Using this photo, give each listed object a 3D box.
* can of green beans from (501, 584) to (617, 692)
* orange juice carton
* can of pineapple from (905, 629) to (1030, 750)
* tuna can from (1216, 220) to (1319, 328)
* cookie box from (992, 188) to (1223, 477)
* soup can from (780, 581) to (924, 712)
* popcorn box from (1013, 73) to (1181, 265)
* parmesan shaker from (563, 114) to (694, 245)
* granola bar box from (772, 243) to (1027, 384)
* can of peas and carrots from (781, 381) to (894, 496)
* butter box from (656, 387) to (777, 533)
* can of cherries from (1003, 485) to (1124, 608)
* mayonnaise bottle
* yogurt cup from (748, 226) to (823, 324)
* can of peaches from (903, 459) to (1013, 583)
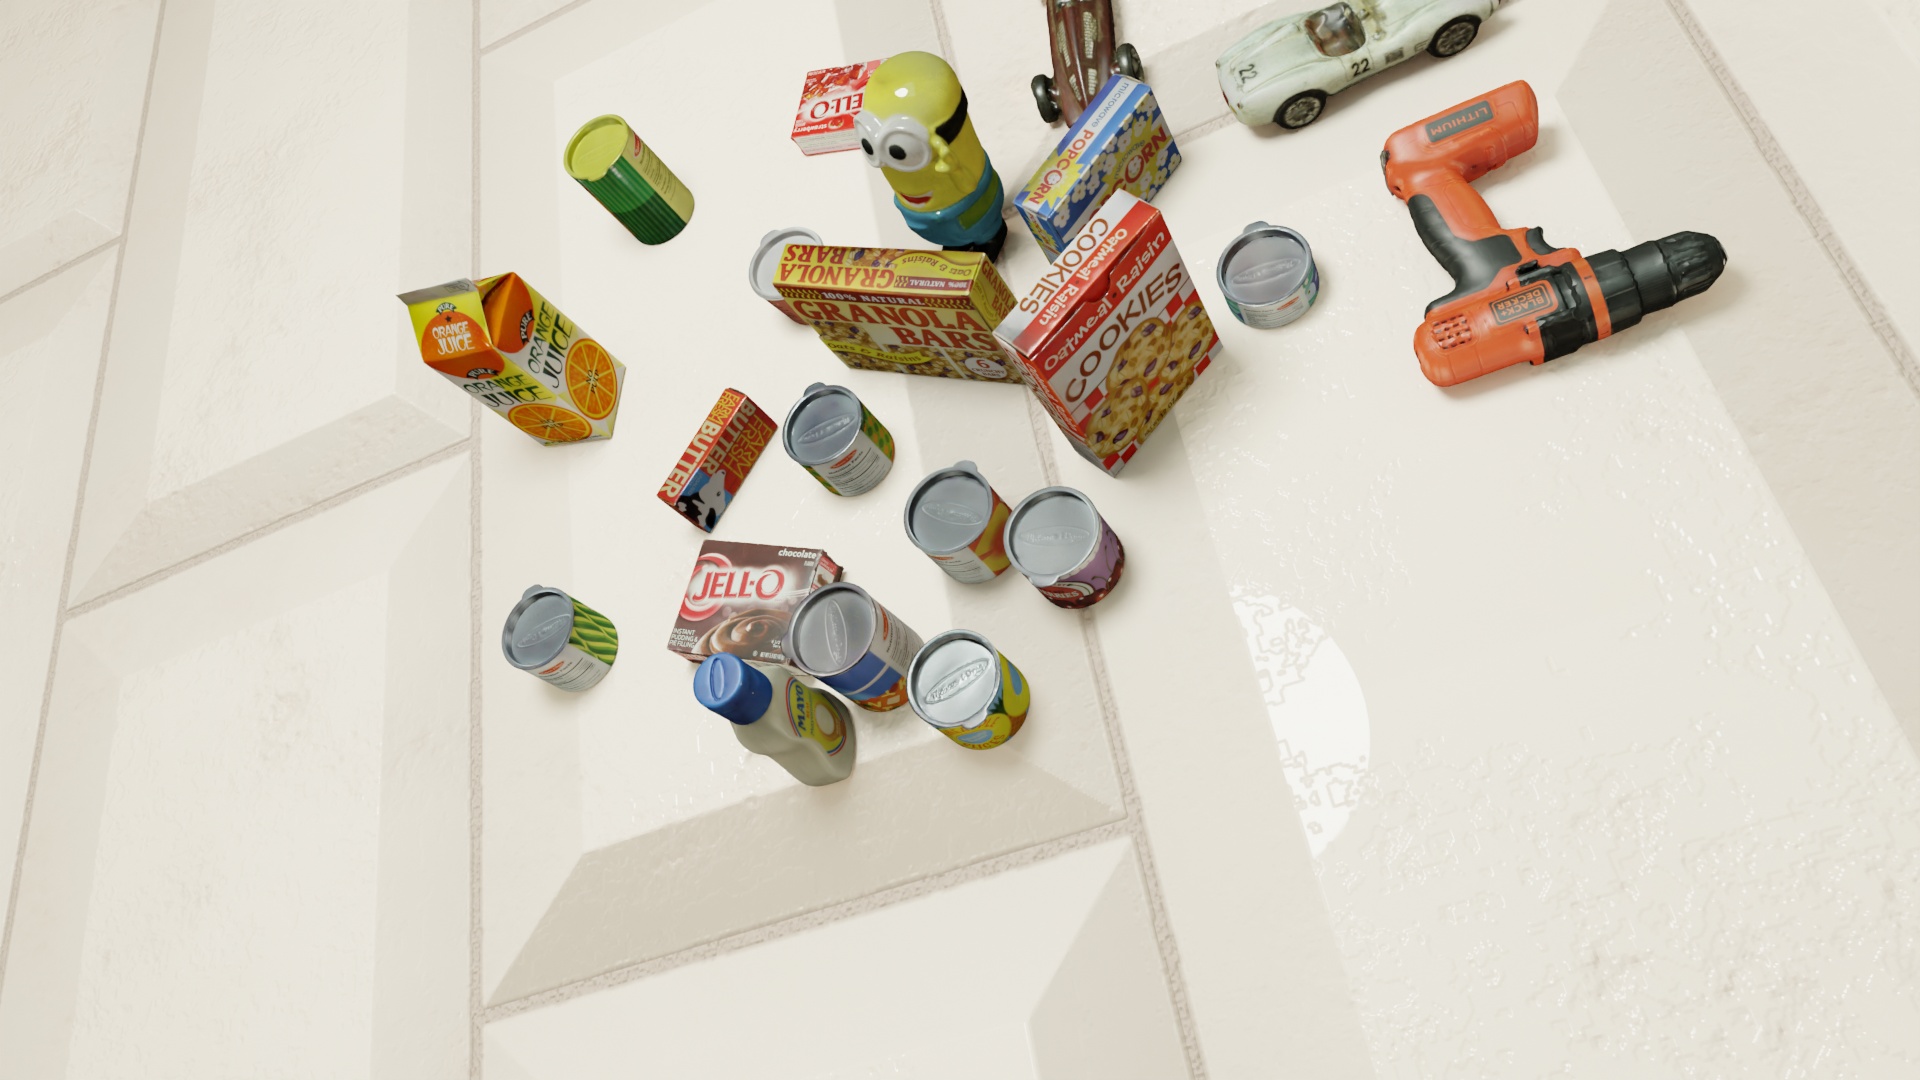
[{"bbox_3d":[-0.305,0.077,1.062,0.071,0.057,0.071,-10,63,20],"label":"can of green beans"},{"bbox_3d":[-0.359,-0.152,1.117,0.072,0.192,0.073,-6,64,23],"label":"orange juice carton"},{"bbox_3d":[0.006,0.100,0.907,0.071,0.057,0.071,-10,63,20],"label":"can of pineapple"},{"bbox_3d":[0.213,-0.184,0.964,0.071,0.032,0.071,-10,62,20],"label":"tuna can"},{"bbox_3d":[0.102,-0.130,0.909,0.040,0.167,0.123,38,86,33],"label":"cookie box"},{"bbox_3d":[-0.070,0.074,0.939,0.071,0.083,0.071,-10,63,20],"label":"soup can"},{"bbox_3d":[0.103,-0.266,1.023,0.038,0.085,0.127,34,83,33],"label":"popcorn box"},{"bbox_3d":[-0.289,-0.311,1.215,0.071,0.103,0.071,-10,63,20],"label":"parmesan shaker"},{"bbox_3d":[-0.037,-0.165,1.015,0.165,0.124,0.039,9,71,28],"label":"granola bar box"},{"bbox_3d":[-0.091,-0.075,1.036,0.071,0.058,0.071,-10,63,20],"label":"can of peas and carrots"},{"bbox_3d":[-0.188,-0.063,1.078,0.024,0.053,0.103,24,78,32],"label":"butter box"},{"bbox_3d":[0.069,0.008,0.923,0.071,0.058,0.072,-10,63,20],"label":"can of cherries"},{"bbox_3d":[-0.119,0.114,0.904,0.041,0.147,0.065,-17,61,17],"label":"mayonnaise bottle"},{"bbox_3d":[-0.129,-0.211,1.122,0.072,0.054,0.072,-10,63,20],"label":"yogurt cup"},{"bbox_3d":[0.003,-0.012,0.963,0.071,0.058,0.071,-10,63,20],"label":"can of peaches"}]
